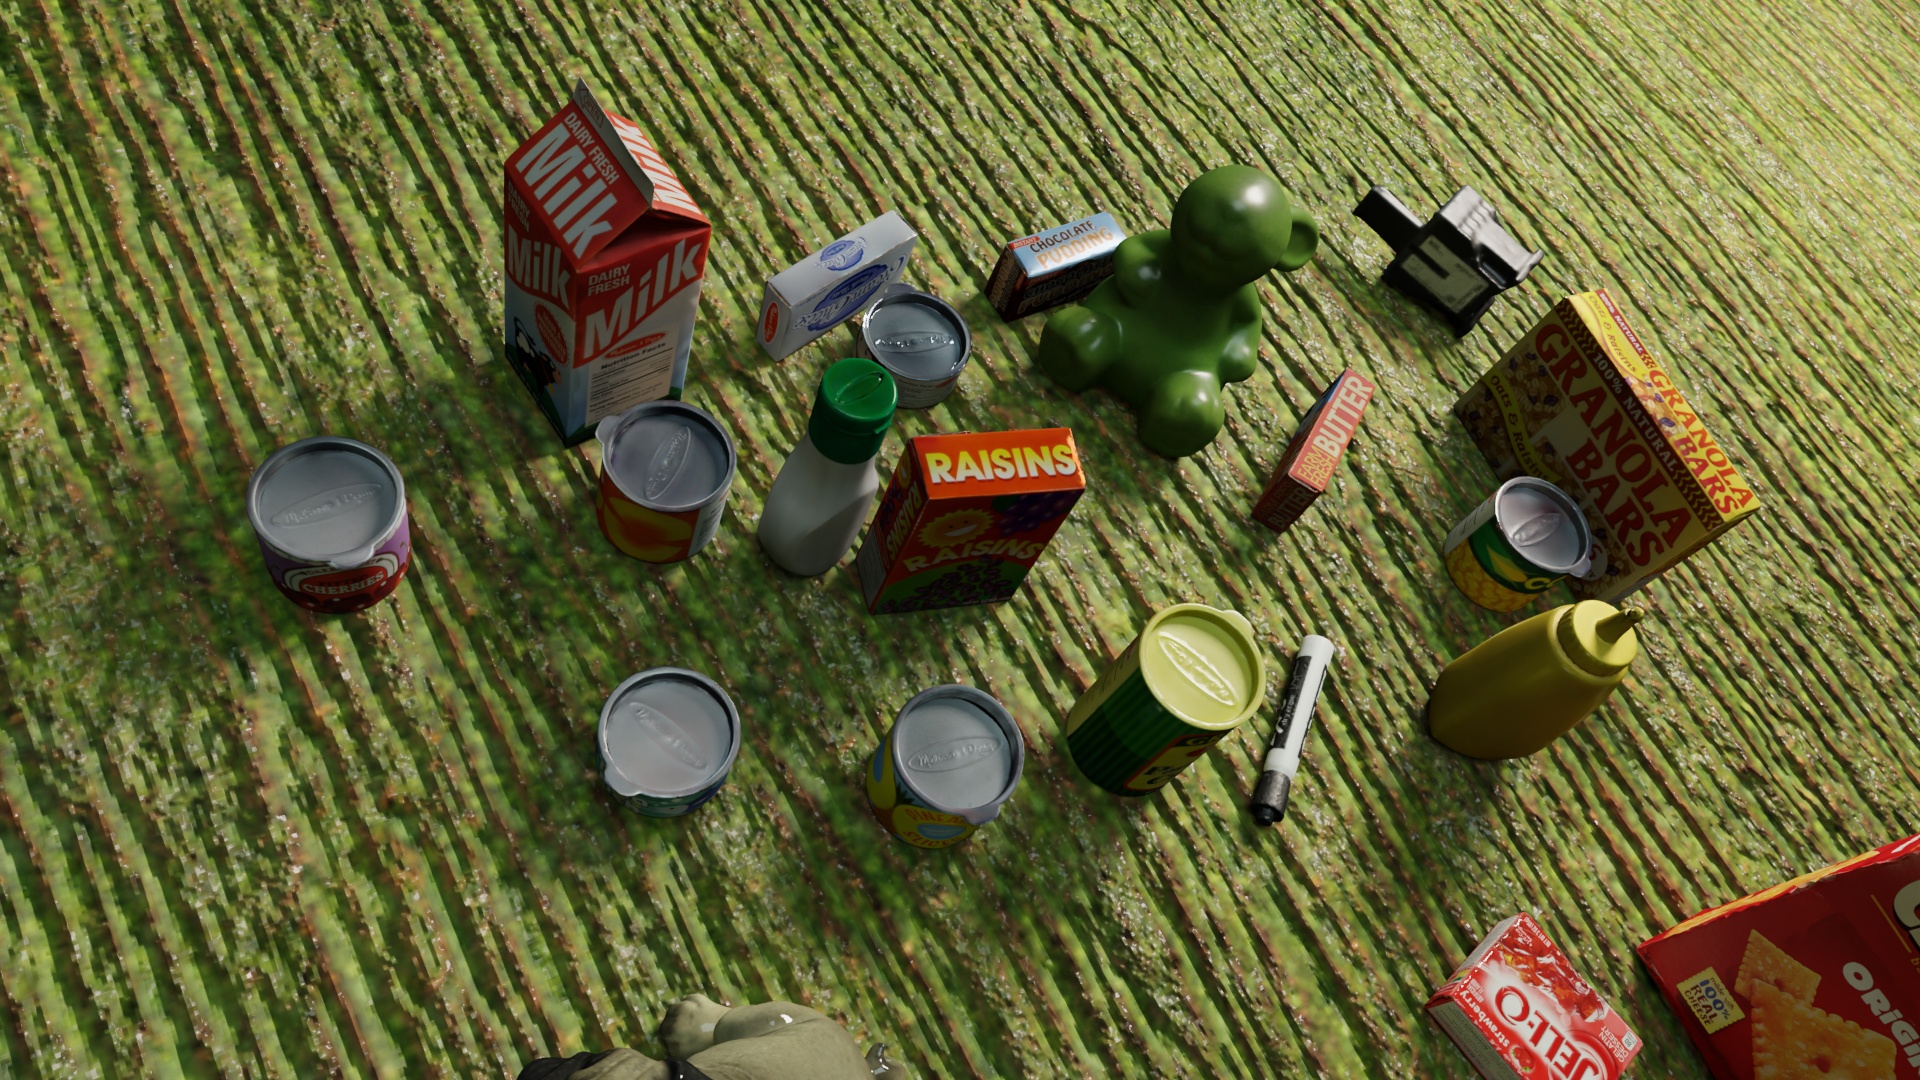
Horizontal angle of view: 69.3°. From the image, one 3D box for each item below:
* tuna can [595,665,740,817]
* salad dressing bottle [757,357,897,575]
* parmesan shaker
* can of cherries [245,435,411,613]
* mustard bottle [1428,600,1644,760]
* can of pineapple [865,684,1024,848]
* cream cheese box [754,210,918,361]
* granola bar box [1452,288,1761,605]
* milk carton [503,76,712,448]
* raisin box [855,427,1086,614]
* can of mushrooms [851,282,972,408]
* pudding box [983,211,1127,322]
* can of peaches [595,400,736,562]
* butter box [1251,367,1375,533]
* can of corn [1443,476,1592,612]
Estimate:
[{"bbox_3d":[-0.141,0.098,0.661,0.071,0.032,0.071,8,59,-14],"label":"tuna can"},{"bbox_3d":[-0.065,-0.035,0.695,0.064,0.147,0.044,-36,77,-31],"label":"salad dressing bottle"},{"bbox_3d":[0.104,0.082,0.709,0.071,0.102,0.071,8,59,-14],"label":"parmesan shaker"},{"bbox_3d":[-0.295,-0.004,0.654,0.071,0.058,0.072,8,59,-14],"label":"can of cherries"},{"bbox_3d":[0.318,0.071,0.752,0.065,0.159,0.049,19,57,-7],"label":"mustard bottle"},{"bbox_3d":[-0.009,0.113,0.681,0.071,0.057,0.071,8,59,-14],"label":"can of pineapple"},{"bbox_3d":[-0.074,-0.150,0.815,0.024,0.053,0.104,46,58,10],"label":"cream cheese box"},{"bbox_3d":[0.400,-0.055,0.873,0.039,0.123,0.166,-14,67,-25],"label":"granola bar box"},{"bbox_3d":[-0.178,-0.135,0.690,0.074,0.189,0.072,-27,73,-29],"label":"milk carton"},{"bbox_3d":[0.003,-0.009,0.716,0.086,0.122,0.040,-4,63,-20],"label":"raisin box"},{"bbox_3d":[-0.030,-0.115,0.821,0.071,0.033,0.071,8,59,-14],"label":"can of mushrooms"},{"bbox_3d":[0.061,-0.173,0.875,0.084,0.049,0.030,-23,70,-28],"label":"pudding box"},{"bbox_3d":[-0.155,-0.030,0.716,0.071,0.057,0.071,8,59,-14],"label":"can of peaches"},{"bbox_3d":[0.218,-0.055,0.856,0.024,0.053,0.104,34,56,3],"label":"butter box"},{"bbox_3d":[0.345,0.005,0.860,0.071,0.058,0.071,8,59,-14],"label":"can of corn"}]
